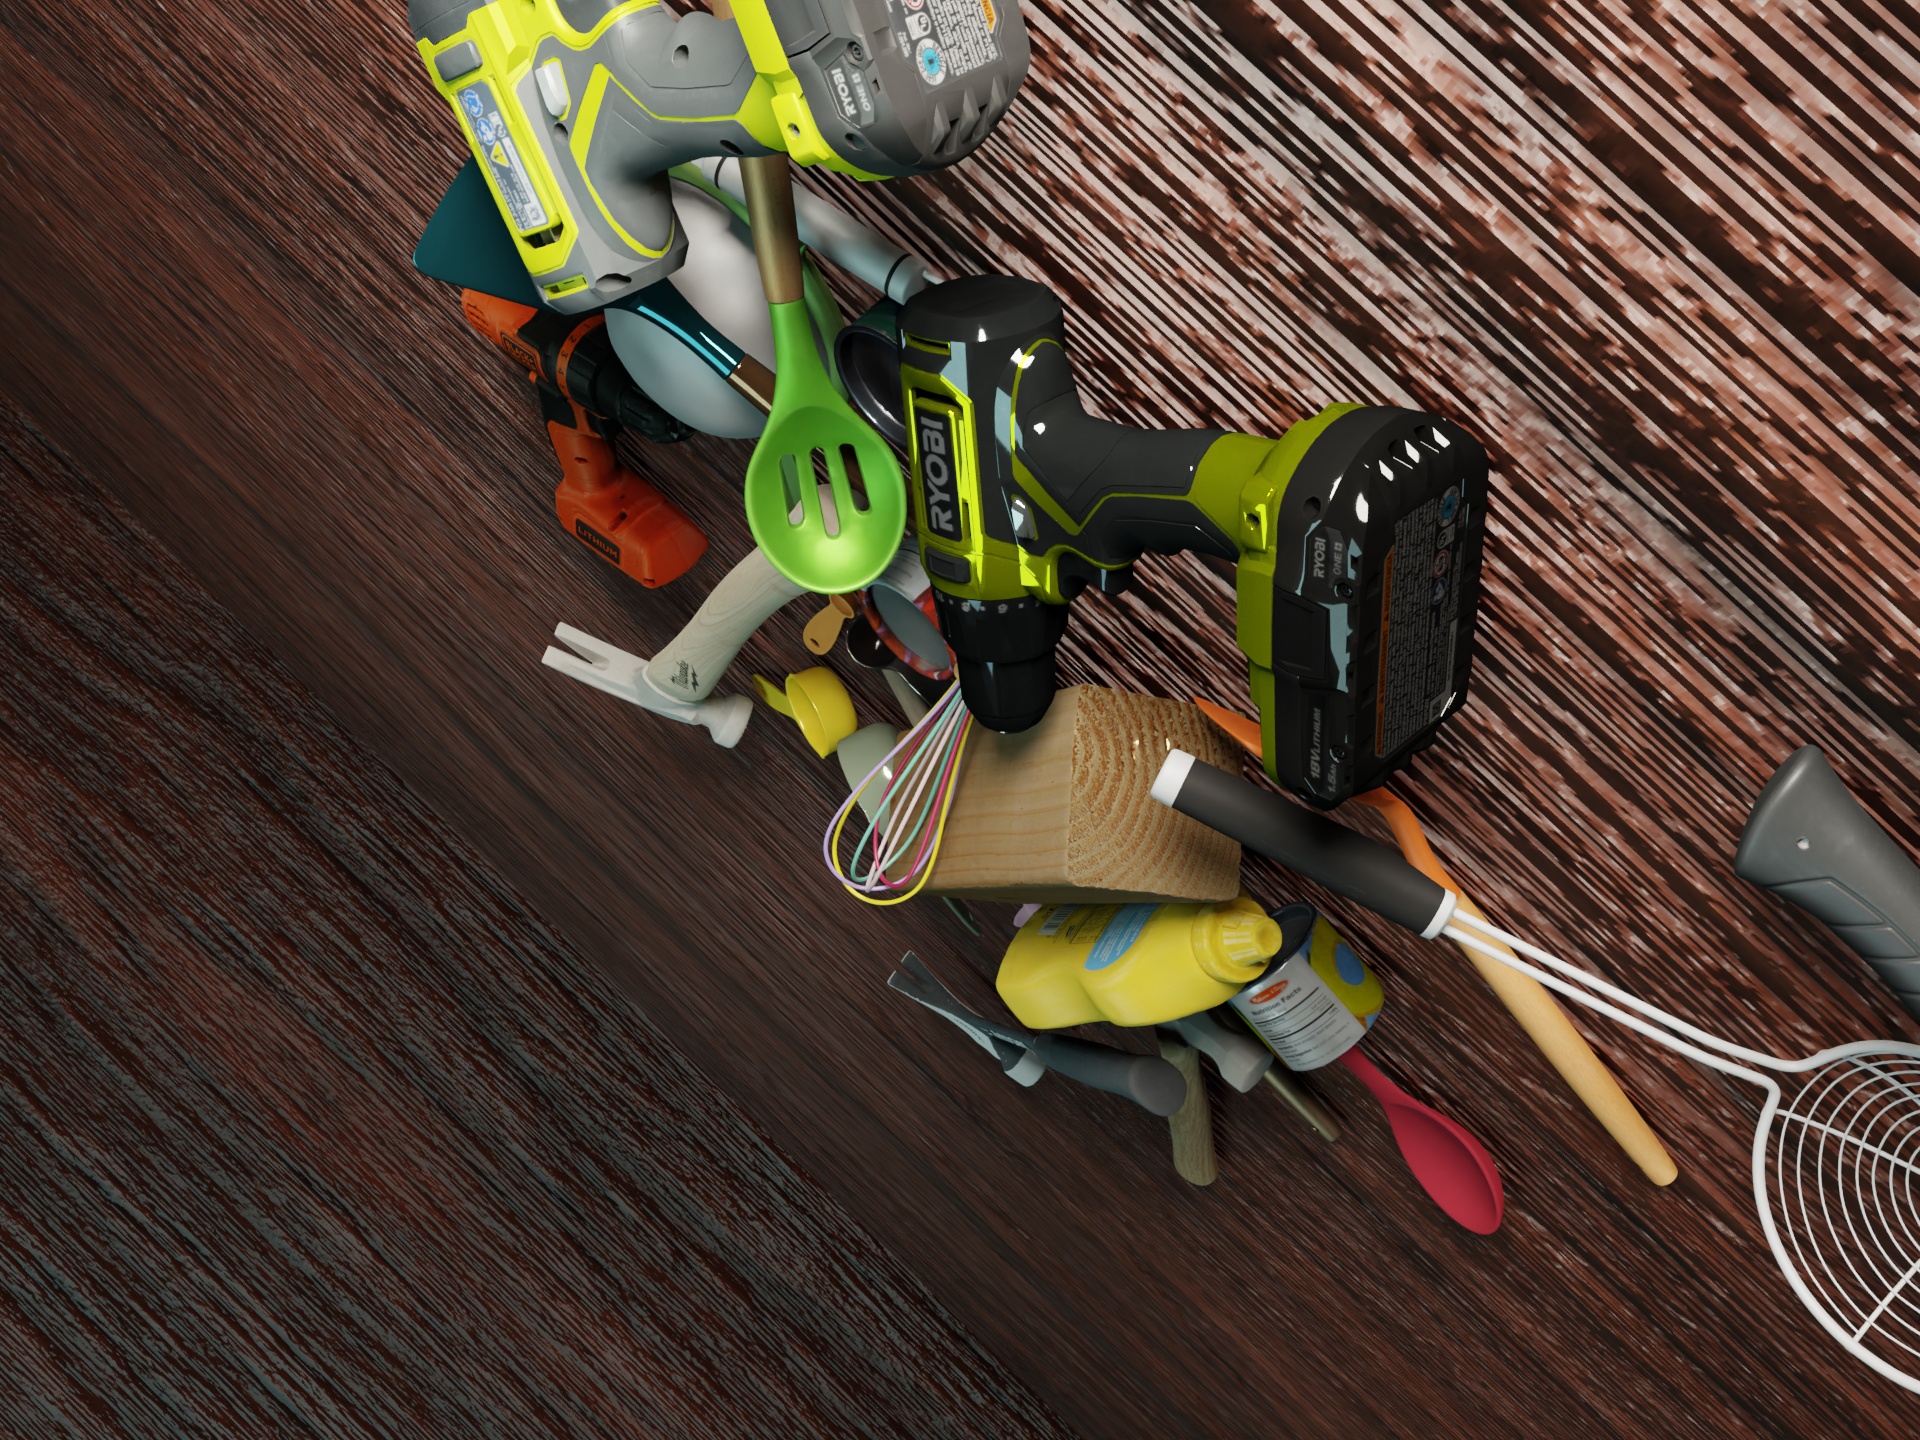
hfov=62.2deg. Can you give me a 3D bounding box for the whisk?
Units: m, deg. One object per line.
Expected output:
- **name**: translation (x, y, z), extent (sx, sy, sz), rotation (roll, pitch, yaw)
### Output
- **whisk**: translation (0.001, -0.001, 0.755), extent (0.047, 0.051, 0.245), rotation (51, 127, 32)

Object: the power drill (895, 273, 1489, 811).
- **power drill**: translation (0.071, -0.054, 0.597), extent (0.229, 0.080, 0.190), rotation (24, 133, 40)

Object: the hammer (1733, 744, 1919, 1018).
- **hammer**: translation (0.366, 0.141, 0.478), extent (0.335, 0.035, 0.146), rotation (50, 120, 10)

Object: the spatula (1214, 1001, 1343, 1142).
- **spatula**: translation (0.119, 0.139, 0.964), extent (0.316, 0.018, 0.060), rotation (46, 162, -1)

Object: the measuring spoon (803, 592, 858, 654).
- **measuring spoon**: translation (-0.079, -0.060, 0.974), extent (0.021, 0.011, 0.117), rotation (44, 161, -3)

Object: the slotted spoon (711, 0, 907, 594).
- **slotted spoon**: translation (-0.071, -0.192, 0.627), extent (0.031, 0.070, 0.313), rotation (-104, 5, -55)

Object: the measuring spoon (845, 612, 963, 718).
- **measuring spoon**: translation (-0.015, -0.016, 0.915), extent (0.124, 0.034, 0.018), rotation (40, 167, 0)

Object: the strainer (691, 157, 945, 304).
- **strainer**: translation (-0.106, -0.236, 0.670), extent (0.258, 0.050, 0.087), rotation (35, 112, 13)

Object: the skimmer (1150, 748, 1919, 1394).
- **skimmer**: translation (0.228, 0.117, 0.587), extent (0.363, 0.090, 0.127), rotation (27, 130, 9)

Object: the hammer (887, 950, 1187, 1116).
- **hammer**: translation (0.055, 0.219, 1.086), extent (0.149, 0.036, 0.409), rotation (37, 167, -9)

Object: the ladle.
- **ladle**: translation (0.186, 0.157, 0.873), extent (0.315, 0.031, 0.069), rotation (46, 155, 1)

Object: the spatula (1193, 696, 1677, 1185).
- **spatula**: translation (0.220, 0.101, 0.701), extent (0.322, 0.041, 0.081), rotation (49, -176, -15)

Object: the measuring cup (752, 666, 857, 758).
- **measuring cup**: translation (-0.108, -0.017, 1.080), extent (0.157, 0.029, 0.062), rotation (26, 138, 64)

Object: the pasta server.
- **pasta server**: translation (0.015, 0.076, 1.007), extent (0.060, 0.040, 0.316), rotation (17, 144, 51)

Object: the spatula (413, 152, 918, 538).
- **spatula**: translation (-0.081, -0.135, 0.700), extent (0.317, 0.082, 0.044), rotation (37, -159, -17)

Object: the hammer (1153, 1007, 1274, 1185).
- **hammer**: translation (0.146, 0.242, 1.048), extent (0.130, 0.031, 0.331), rotation (37, 161, 28)

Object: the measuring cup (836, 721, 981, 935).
- **measuring cup**: translation (-0.019, 0.071, 1.022), extent (0.167, 0.038, 0.083), rotation (55, -170, -22)

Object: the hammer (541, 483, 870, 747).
- **hammer**: translation (-0.146, -0.063, 0.942), extent (0.146, 0.038, 0.410), rotation (25, 160, -16)

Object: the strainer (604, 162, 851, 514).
- **strainer**: translation (-0.117, -0.153, 0.796), extent (0.152, 0.069, 0.256), rotation (29, 151, 32)

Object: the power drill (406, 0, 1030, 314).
- **power drill**: translation (-0.100, -0.240, 0.533), extent (0.223, 0.080, 0.171), rotation (0, 121, 42)
